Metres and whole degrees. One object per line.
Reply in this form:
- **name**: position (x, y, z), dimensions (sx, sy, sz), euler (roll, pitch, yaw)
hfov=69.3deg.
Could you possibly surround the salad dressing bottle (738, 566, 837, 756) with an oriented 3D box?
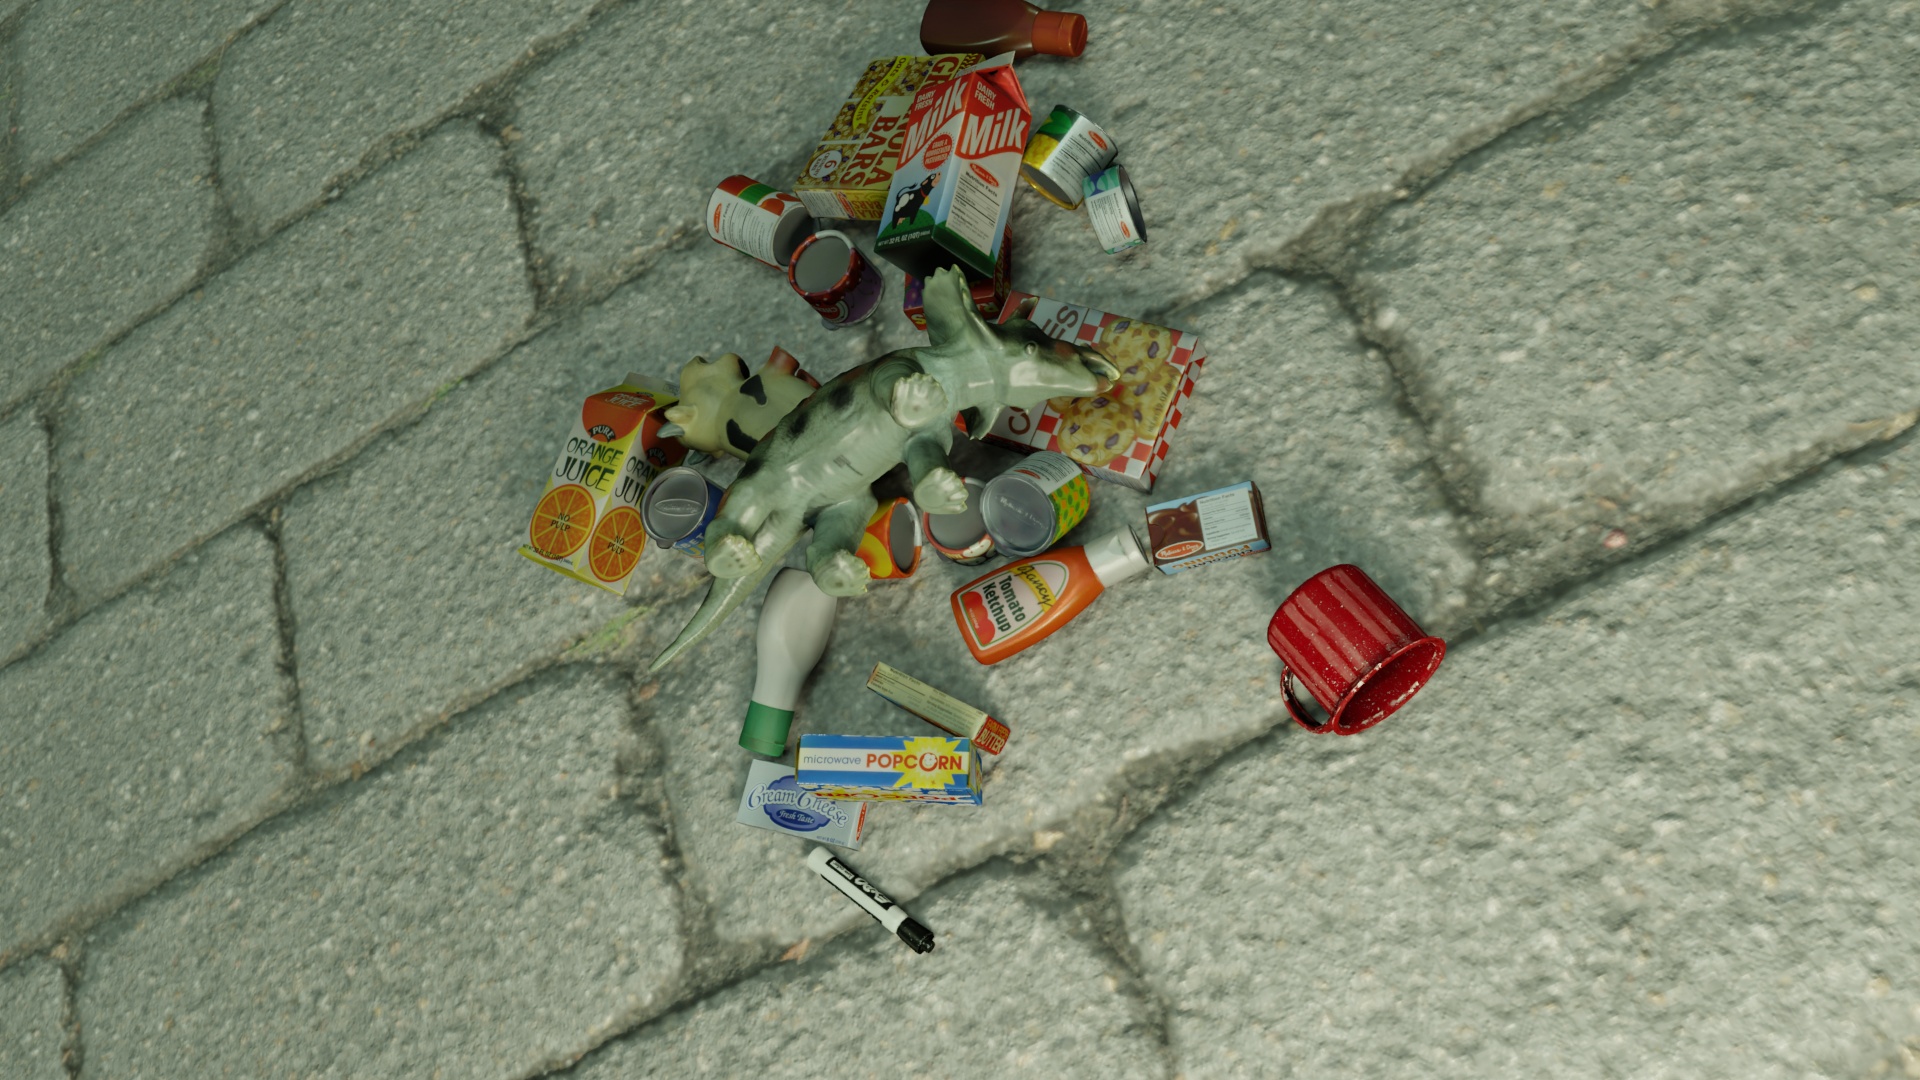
- **salad dressing bottle**: position (-0.140, 0.097, 1.110), dimensions (0.044, 0.064, 0.147), euler (12, 84, 38)

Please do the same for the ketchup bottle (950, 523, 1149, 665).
- **ketchup bottle**: position (0.069, 0.036, 1.049), dimensions (0.148, 0.043, 0.065), euler (-28, 67, 12)

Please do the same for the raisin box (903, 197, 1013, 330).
- **raisin box**: position (-0.002, -0.247, 1.183), dimensions (0.086, 0.040, 0.124), euler (-6, 69, 21)

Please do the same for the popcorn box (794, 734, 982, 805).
- **popcorn box**: position (-0.050, 0.168, 1.013), dimensions (0.127, 0.085, 0.038), euler (1, 71, 7)

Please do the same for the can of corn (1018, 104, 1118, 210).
- **can of corn**: position (0.087, -0.318, 1.157), dimensions (0.071, 0.071, 0.058), euler (36, 89, 29)

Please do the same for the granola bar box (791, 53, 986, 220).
- **granola bar box**: position (-0.057, -0.355, 1.217), dimensions (0.124, 0.039, 0.166), euler (11, 63, 34)

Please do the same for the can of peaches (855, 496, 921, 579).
- **can of peaches**: position (-0.070, 0.000, 1.107), dimensions (0.058, 0.071, 0.071), euler (-3, 71, 22)

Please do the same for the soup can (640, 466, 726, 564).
- **soup can**: position (-0.219, -0.015, 1.168), dimensions (0.071, 0.083, 0.071), euler (-8, 69, 21)

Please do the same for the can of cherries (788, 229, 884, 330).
- **can of cherries**: position (-0.110, -0.226, 1.211), dimensions (0.071, 0.058, 0.072), euler (-8, 69, 21)

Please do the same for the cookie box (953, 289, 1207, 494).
- **cookie box**: position (0.093, -0.119, 1.097), dimensions (0.167, 0.040, 0.123), euler (19, 80, 27)

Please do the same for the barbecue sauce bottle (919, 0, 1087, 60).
- **barbecue sauce bottle**: position (0.039, -0.456, 1.238), dimensions (0.148, 0.043, 0.065), euler (16, 79, 27)

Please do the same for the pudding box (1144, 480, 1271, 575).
- **pudding box**: position (0.182, -0.009, 1.024), dimensions (0.083, 0.030, 0.050), euler (-15, 68, 18)

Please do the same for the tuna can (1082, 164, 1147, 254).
- **tuna can**: position (0.125, -0.268, 1.122), dimensions (0.033, 0.071, 0.071), euler (-17, 66, 18)

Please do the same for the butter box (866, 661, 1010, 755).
- **butter box**: position (-0.017, 0.127, 1.048), dimensions (0.103, 0.053, 0.024), euler (23, 80, 28)

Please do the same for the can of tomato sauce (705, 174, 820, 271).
- **can of tomato sauce**: position (-0.177, -0.288, 1.259), dimensions (0.083, 0.071, 0.071), euler (28, 85, 28)

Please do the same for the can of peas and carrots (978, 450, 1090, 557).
- **can of peas and carrots**: position (0.056, -0.027, 1.055), dimensions (0.071, 0.059, 0.070), euler (15, 119, 29)

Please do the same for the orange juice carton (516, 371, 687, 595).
- **orange juice carton**: position (-0.306, -0.058, 1.227), dimensions (0.072, 0.073, 0.193), euler (16, 78, 28)

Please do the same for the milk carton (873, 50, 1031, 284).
- **milk carton**: position (-0.001, -0.308, 1.129), dimensions (0.072, 0.073, 0.191), euler (-1, 70, 46)

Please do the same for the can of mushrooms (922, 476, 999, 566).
- **can of mushrooms**: position (0.004, -0.014, 1.101), dimensions (0.071, 0.033, 0.071), euler (-7, 70, 20)

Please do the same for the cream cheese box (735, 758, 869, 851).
- **cream cheese box**: position (-0.121, 0.205, 1.081), dimensions (0.104, 0.024, 0.053), euler (6, 73, 25)
